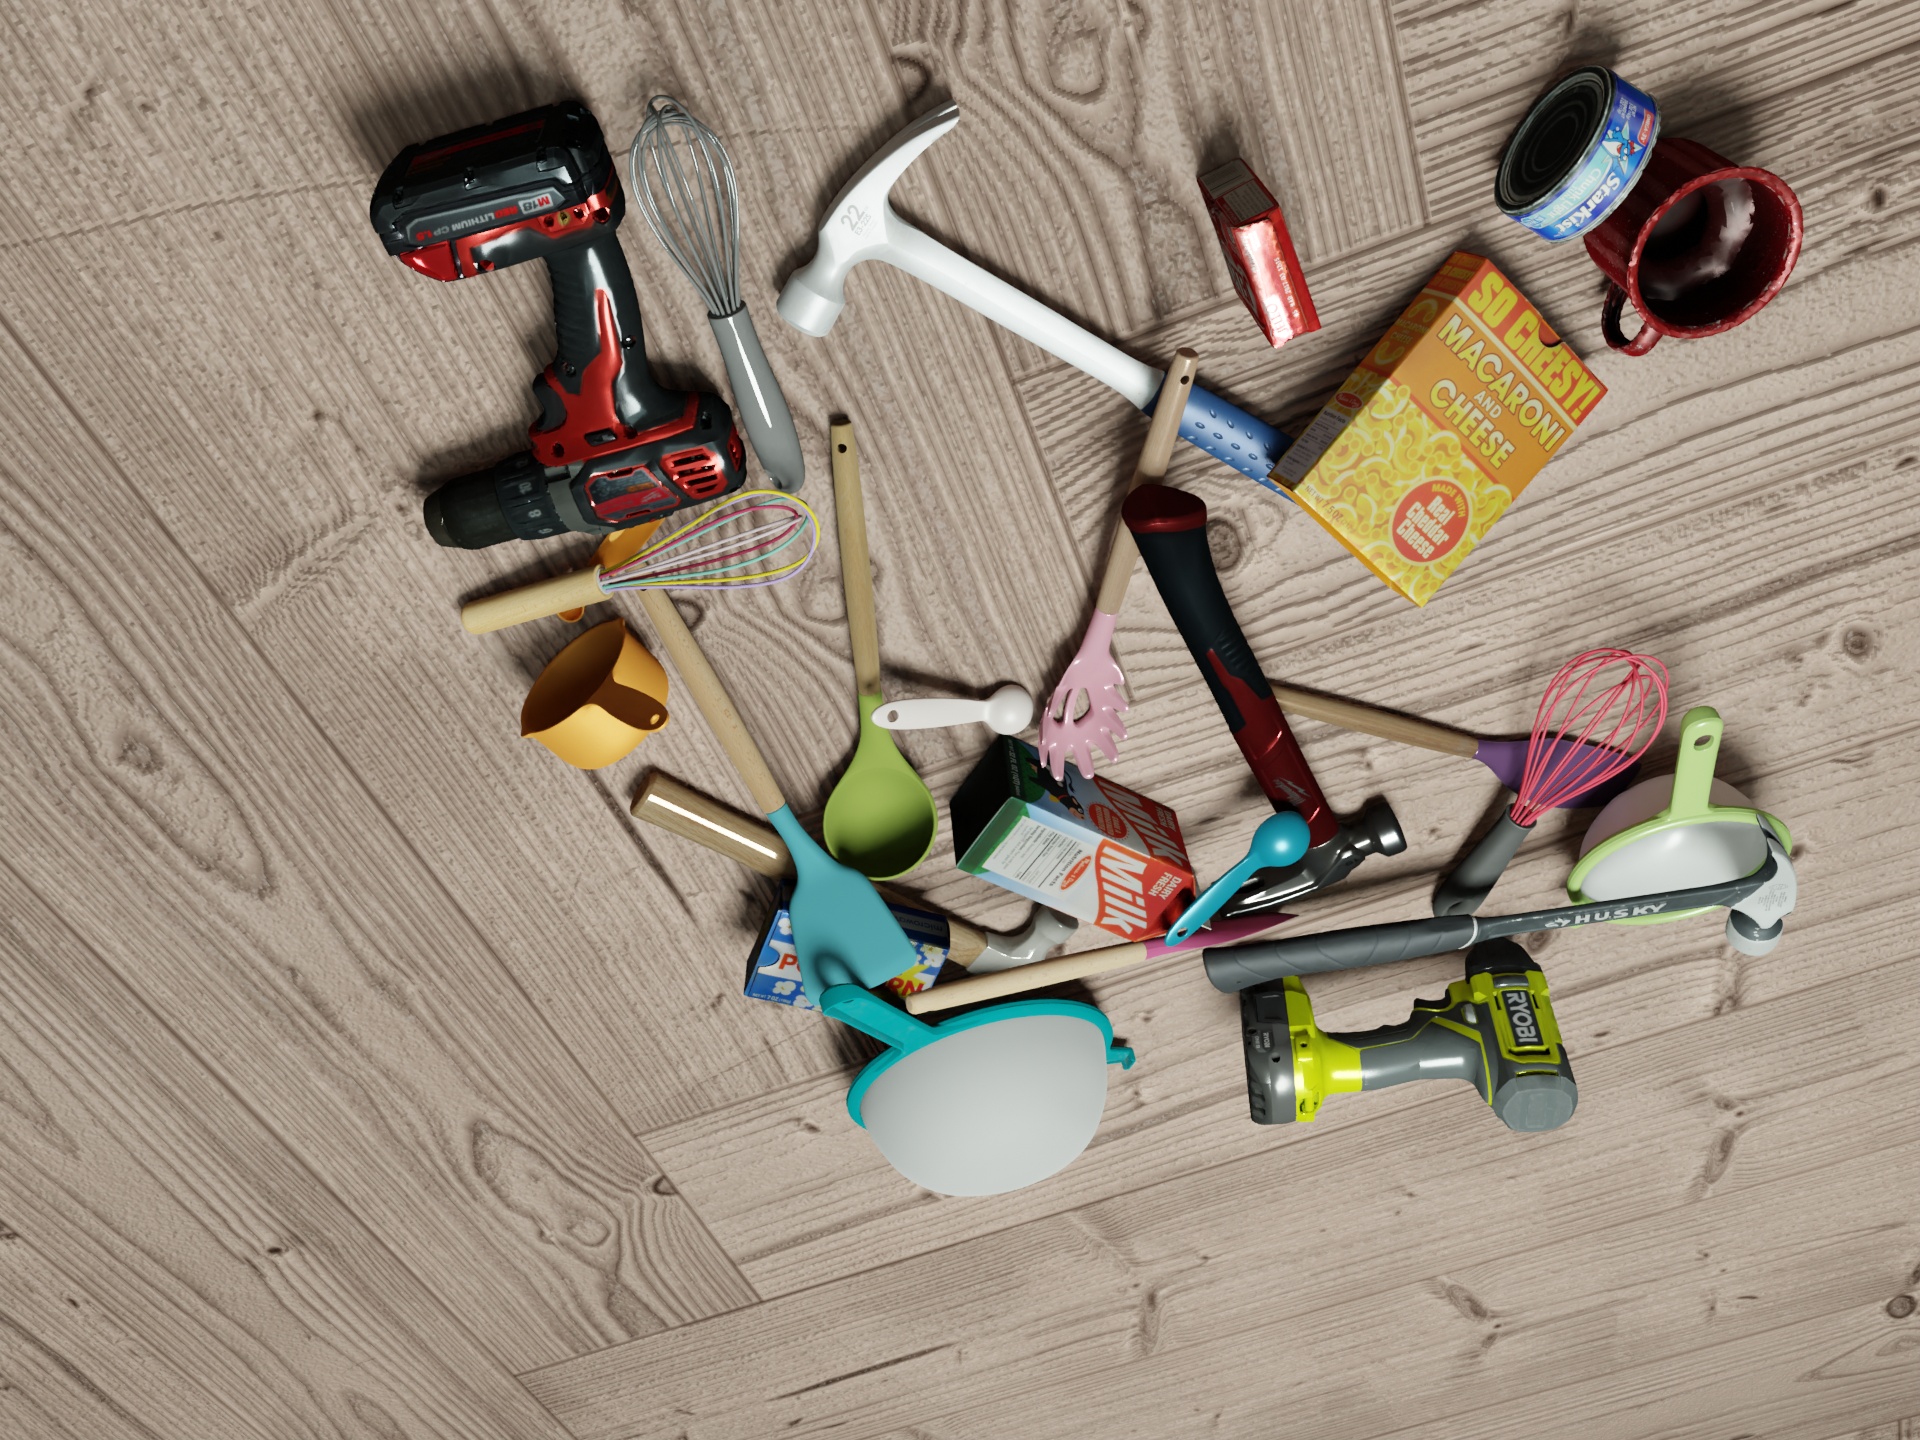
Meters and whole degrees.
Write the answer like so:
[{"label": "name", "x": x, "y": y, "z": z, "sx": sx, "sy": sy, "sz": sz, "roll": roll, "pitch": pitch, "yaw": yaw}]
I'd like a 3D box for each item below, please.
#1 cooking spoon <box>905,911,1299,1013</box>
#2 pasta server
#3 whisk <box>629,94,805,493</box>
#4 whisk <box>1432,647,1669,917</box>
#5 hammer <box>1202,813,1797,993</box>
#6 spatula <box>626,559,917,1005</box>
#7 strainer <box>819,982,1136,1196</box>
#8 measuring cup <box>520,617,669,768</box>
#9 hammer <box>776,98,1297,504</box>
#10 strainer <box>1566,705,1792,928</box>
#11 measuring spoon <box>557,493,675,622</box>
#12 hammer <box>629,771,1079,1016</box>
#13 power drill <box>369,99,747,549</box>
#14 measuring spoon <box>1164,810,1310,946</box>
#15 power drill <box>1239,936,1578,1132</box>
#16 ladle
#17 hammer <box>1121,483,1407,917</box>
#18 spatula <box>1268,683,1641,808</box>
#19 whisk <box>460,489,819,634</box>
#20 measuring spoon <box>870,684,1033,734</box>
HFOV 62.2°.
[{"label": "cooking spoon", "x": 0.106, "y": 0.166, "z": 1.116, "sx": 0.318, "sy": 0.017, "sz": 0.069, "roll": -8, "pitch": 172, "yaw": -28}, {"label": "pasta server", "x": 0.099, "y": -0.085, "z": 0.974, "sx": 0.060, "sy": 0.040, "sz": 0.316, "roll": -3, "pitch": 136, "yaw": -17}, {"label": "whisk", "x": -0.125, "y": -0.224, "z": 0.874, "sx": 0.055, "sy": 0.055, "sz": 0.238, "roll": -14, "pitch": 130, "yaw": 4}, {"label": "whisk", "x": 0.397, "y": 0.054, "z": 1.102, "sx": 0.073, "sy": 0.073, "sz": 0.295, "roll": 6, "pitch": 138, "yaw": -10}, {"label": "hammer", "x": 0.376, "y": 0.145, "z": 1.121, "sx": 0.409, "sy": 0.036, "sz": 0.149, "roll": -10, "pitch": 142, "yaw": 8}, {"label": "spatula", "x": -0.131, "y": 0.039, "z": 1.022, "sx": 0.082, "sy": 0.044, "sz": 0.317, "roll": -24, "pitch": 110, "yaw": 11}, {"label": "strainer", "x": 0.000, "y": 0.273, "z": 1.140, "sx": 0.211, "sy": 0.095, "sz": 0.340, "roll": -28, "pitch": 146, "yaw": 13}, {"label": "measuring cup", "x": -0.200, "y": -0.003, "z": 0.955, "sx": 0.095, "sy": 0.174, "sz": 0.052, "roll": -52, "pitch": 126, "yaw": -13}, {"label": "hammer", "x": 0.105, "y": -0.200, "z": 0.919, "sx": 0.405, "sy": 0.035, "sz": 0.144, "roll": 25, "pitch": 120, "yaw": -21}, {"label": "strainer", "x": 0.489, "y": 0.051, "z": 1.095, "sx": 0.151, "sy": 0.069, "sz": 0.256, "roll": -12, "pitch": 142, "yaw": 10}, {"label": "measuring spoon", "x": -0.210, "y": -0.104, "z": 0.973, "sx": 0.021, "sy": 0.011, "sz": 0.117, "roll": 42, "pitch": 110, "yaw": -8}, {"label": "hammer", "x": -0.083, "y": 0.122, "z": 1.134, "sx": 0.331, "sy": 0.031, "sz": 0.130, "roll": 28, "pitch": 118, "yaw": -23}, {"label": "power drill", "x": -0.236, "y": -0.197, "z": 0.865, "sx": 0.188, "sy": 0.080, "sz": 0.226, "roll": -14, "pitch": 129, "yaw": 5}, {"label": "measuring spoon", "x": 0.189, "y": 0.114, "z": 1.081, "sx": 0.128, "sy": 0.021, "sz": 0.042, "roll": -45, "pitch": 127, "yaw": 7}, {"label": "power drill", "x": 0.321, "y": 0.224, "z": 1.175, "sx": 0.223, "sy": 0.171, "sz": 0.080, "roll": -4, "pitch": 127, "yaw": 8}, {"label": "ladle", "x": -0.061, "y": -0.035, "z": 1.010, "sx": 0.078, "sy": 0.062, "sz": 0.319, "roll": -2, "pitch": 123, "yaw": 3}, {"label": "hammer", "x": 0.173, "y": -0.002, "z": 1.032, "sx": 0.143, "sy": 0.038, "sz": 0.385, "roll": -24, "pitch": 134, "yaw": 13}, {"label": "spatula", "x": 0.333, "y": 0.015, "z": 1.107, "sx": 0.315, "sy": 0.018, "sz": 0.059, "roll": 14, "pitch": 127, "yaw": -16}, {"label": "whisk", "x": -0.195, "y": -0.092, "z": 0.946, "sx": 0.245, "sy": 0.051, "sz": 0.047, "roll": -13, "pitch": 150, "yaw": 19}, {"label": "measuring spoon", "x": -0.002, "y": -0.003, "z": 1.030, "sx": 0.124, "sy": 0.018, "sz": 0.034, "roll": -3, "pitch": 110, "yaw": -34}]
